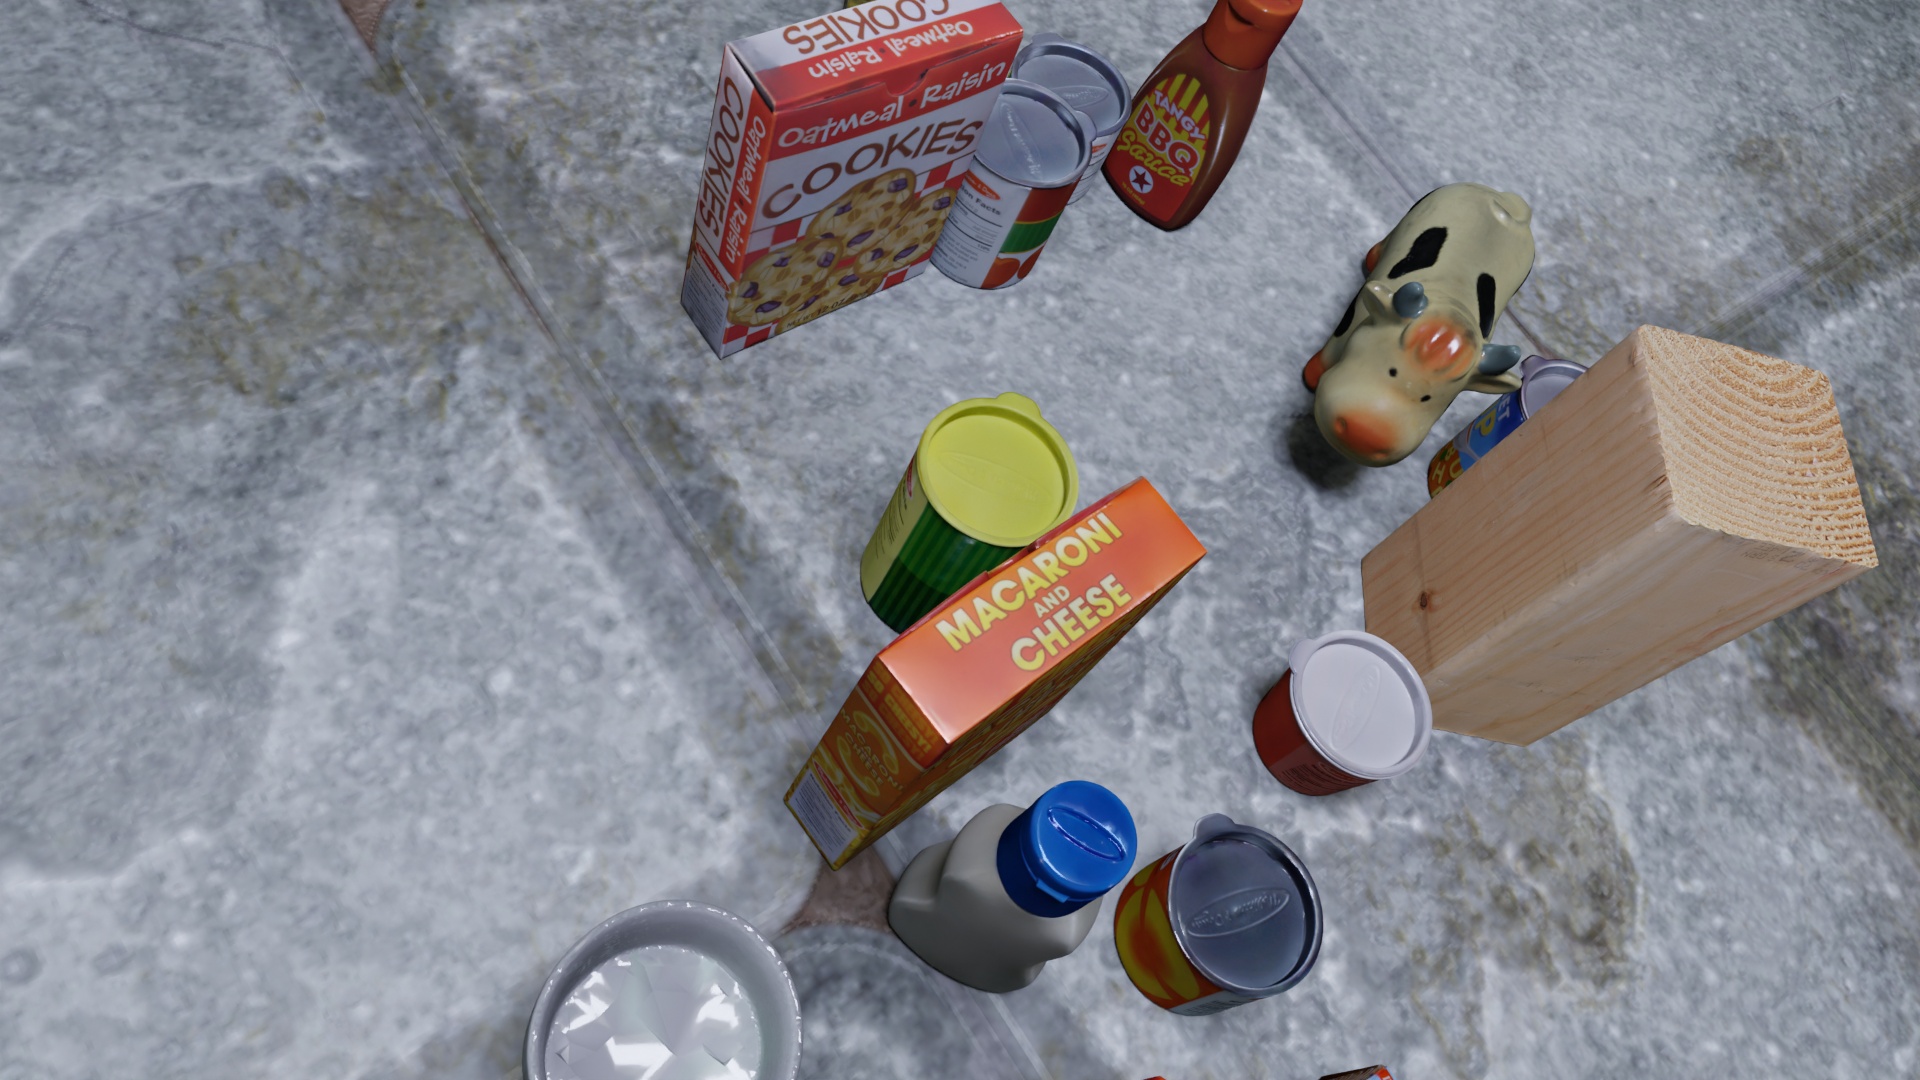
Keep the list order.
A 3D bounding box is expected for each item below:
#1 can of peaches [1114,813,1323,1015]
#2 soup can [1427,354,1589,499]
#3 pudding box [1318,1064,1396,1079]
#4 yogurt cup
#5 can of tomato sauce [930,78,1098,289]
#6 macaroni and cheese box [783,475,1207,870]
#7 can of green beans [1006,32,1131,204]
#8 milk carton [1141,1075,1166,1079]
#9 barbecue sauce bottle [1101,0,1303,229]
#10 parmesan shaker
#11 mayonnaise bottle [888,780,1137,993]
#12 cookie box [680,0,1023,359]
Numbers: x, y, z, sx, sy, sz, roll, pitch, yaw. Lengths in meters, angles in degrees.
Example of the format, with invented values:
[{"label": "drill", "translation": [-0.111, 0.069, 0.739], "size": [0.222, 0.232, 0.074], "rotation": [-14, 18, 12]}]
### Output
[{"label": "can of peaches", "translation": [0.102, 0.152, 0.560], "size": [0.071, 0.057, 0.071], "rotation": [8, 62, -14]}, {"label": "soup can", "translation": [0.288, -0.044, 0.708], "size": [0.071, 0.083, 0.071], "rotation": [8, 62, -14]}, {"label": "pudding box", "translation": [0.167, 0.249, 0.536], "size": [0.030, 0.049, 0.084], "rotation": [-25, 73, -27]}, {"label": "yogurt cup", "translation": [0.167, 0.081, 0.621], "size": [0.072, 0.053, 0.073], "rotation": [8, 62, -14]}, {"label": "can of tomato sauce", "translation": [0.022, -0.176, 0.692], "size": [0.071, 0.082, 0.071], "rotation": [8, 62, -14]}, {"label": "macaroni and cheese box", "translation": [0.006, 0.054, 0.517], "size": [0.124, 0.165, 0.040], "rotation": [-33, 77, -29]}, {"label": "can of green beans", "translation": [0.050, -0.221, 0.739], "size": [0.071, 0.057, 0.071], "rotation": [8, 62, -14]}, {"label": "milk carton", "translation": [0.041, 0.222, 0.426], "size": [0.072, 0.189, 0.073], "rotation": [-34, 78, -29]}, {"label": "barbecue sauce bottle", "translation": [0.125, -0.229, 0.714], "size": [0.044, 0.147, 0.065], "rotation": [-38, 80, -30]}, {"label": "parmesan shaker", "translation": [0.002, -0.007, 0.585], "size": [0.071, 0.102, 0.071], "rotation": [8, 62, -14]}, {"label": "mayonnaise bottle", "translation": [0.020, 0.124, 0.496], "size": [0.065, 0.147, 0.041], "rotation": [32, 59, 0]}, {"label": "cookie box", "translation": [-0.052, -0.160, 0.610], "size": [0.123, 0.166, 0.040], "rotation": [-28, 75, -28]}]
